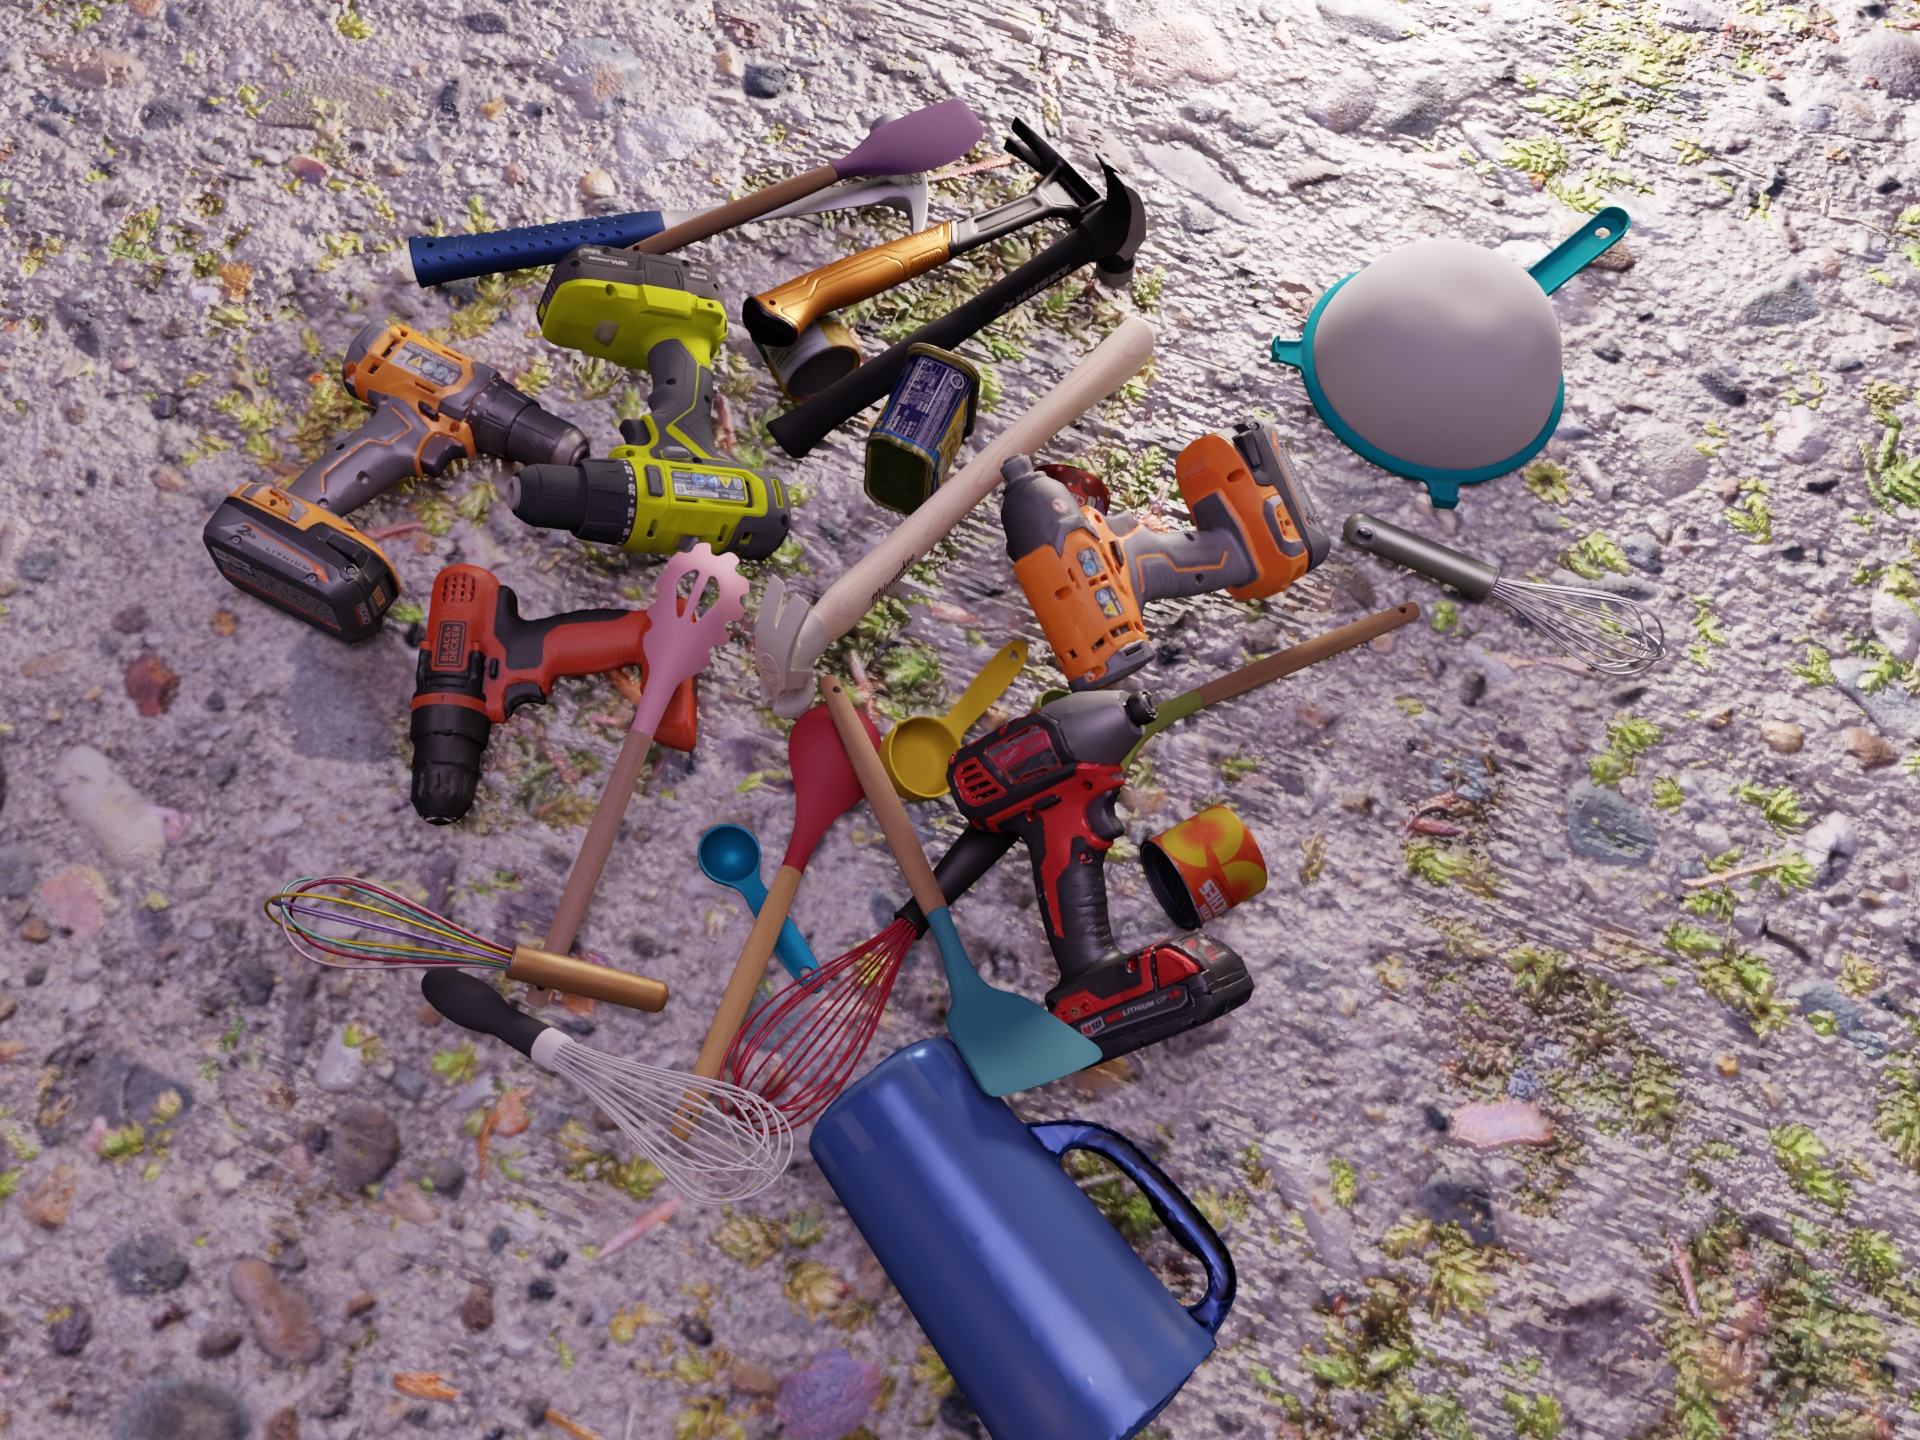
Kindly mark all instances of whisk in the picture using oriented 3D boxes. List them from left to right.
[{"bbox_3d":[-0.297,0.142,0.971,0.244,0.047,0.051,19,21,-22],"label":"whisk"},{"bbox_3d":[-0.219,0.211,0.948,0.285,0.070,0.070,21,65,26],"label":"whisk"},{"bbox_3d":[-0.046,0.146,1.017,0.073,0.073,0.296,38,63,12],"label":"whisk"},{"bbox_3d":[0.396,-0.097,1.164,0.246,0.057,0.059,25,33,10],"label":"whisk"}]

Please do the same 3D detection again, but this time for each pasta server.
[{"bbox_3d":[-0.214,0.033,1.023,0.060,0.040,0.316,21,87,-4],"label":"pasta server"}]

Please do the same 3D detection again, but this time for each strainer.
[{"bbox_3d":[0.423,-0.331,1.236,0.340,0.095,0.211,-38,74,-17],"label":"strainer"}]

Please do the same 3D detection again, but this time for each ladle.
[{"bbox_3d":[-0.120,0.119,1.023,0.069,0.031,0.316,26,63,-10],"label":"ladle"},{"bbox_3d":[0.191,-0.031,1.112,0.320,0.062,0.078,-22,62,-16],"label":"ladle"}]

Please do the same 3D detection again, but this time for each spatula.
[{"bbox_3d":[-0.120,-0.415,1.237,0.316,0.018,0.060,-27,71,-16],"label":"spatula"},{"bbox_3d":[-0.020,0.093,0.999,0.082,0.044,0.318,-12,61,-29],"label":"spatula"}]

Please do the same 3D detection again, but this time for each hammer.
[{"bbox_3d":[-0.221,-0.386,1.247,0.405,0.035,0.144,-12,68,-9],"label":"hammer"},{"bbox_3d":[-0.031,-0.363,1.207,0.337,0.034,0.127,-33,76,-31],"label":"hammer"},{"bbox_3d":[0.000,-0.298,1.185,0.335,0.146,0.035,-35,75,-9],"label":"hammer"},{"bbox_3d":[0.007,-0.169,1.123,0.038,0.146,0.411,39,65,12],"label":"hammer"}]

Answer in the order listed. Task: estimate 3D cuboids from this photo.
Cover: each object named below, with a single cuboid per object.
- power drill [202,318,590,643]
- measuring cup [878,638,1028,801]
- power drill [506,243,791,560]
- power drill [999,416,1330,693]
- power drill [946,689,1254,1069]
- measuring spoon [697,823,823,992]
[{"bbox_3d":[-0.388,-0.165,1.118,0.185,0.084,0.226,26,63,5],"label":"power drill"},{"bbox_3d":[-0.002,-0.004,1.103,0.062,0.029,0.156,47,56,-9],"label":"measuring cup"},{"bbox_3d":[-0.231,-0.219,1.124,0.190,0.080,0.229,1,62,-31],"label":"power drill"},{"bbox_3d":[0.132,-0.131,1.091,0.226,0.084,0.164,-26,89,-30],"label":"power drill"},{"bbox_3d":[0.090,0.091,0.992,0.143,0.078,0.220,-28,78,26],"label":"power drill"},{"bbox_3d":[-0.130,0.126,1.043,0.042,0.021,0.129,-30,80,-29],"label":"measuring spoon"}]
